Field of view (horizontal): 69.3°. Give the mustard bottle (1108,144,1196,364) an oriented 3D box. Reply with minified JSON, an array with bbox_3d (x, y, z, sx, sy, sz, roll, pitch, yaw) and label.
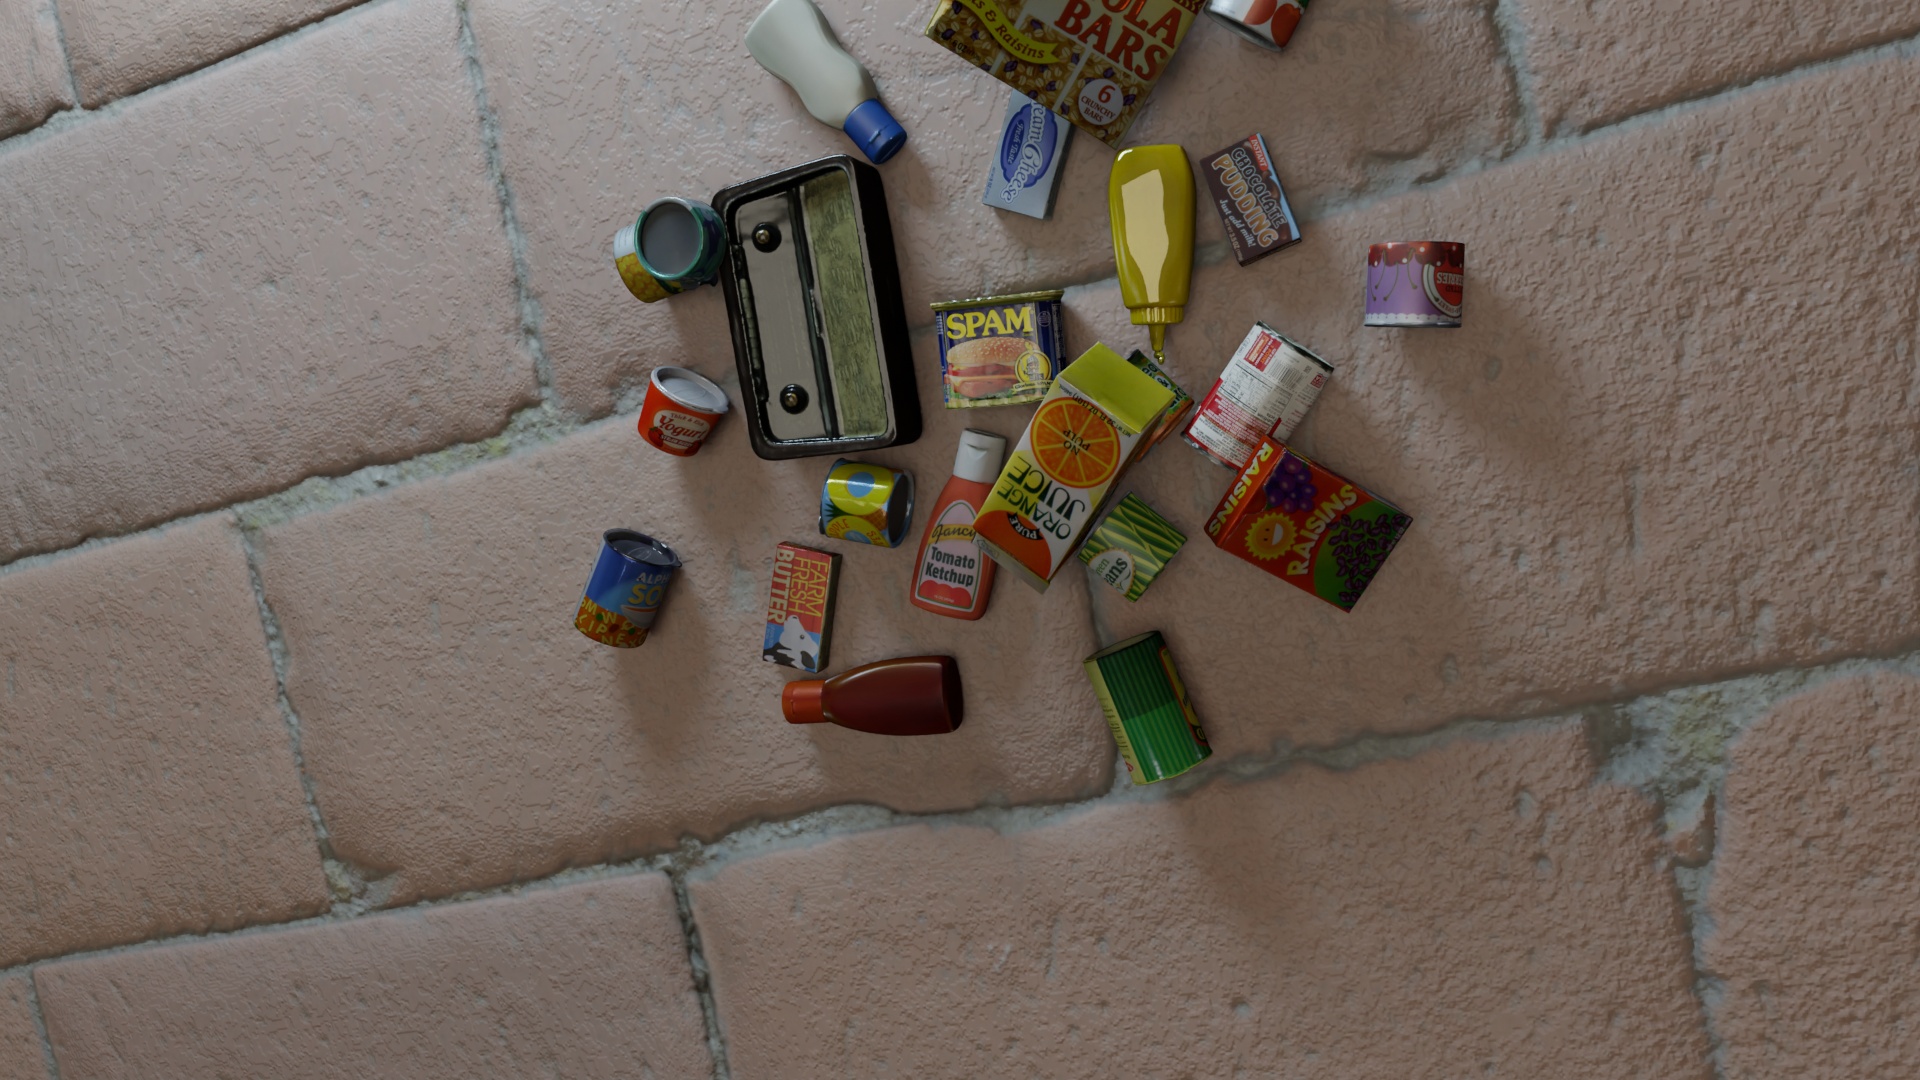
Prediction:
[{"bbox_3d":[0.144,-0.212,1.040,0.065,0.049,0.160,-1,97,12],"label":"mustard bottle"}]

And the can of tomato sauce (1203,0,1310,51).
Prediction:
[{"bbox_3d":[0.222,-0.399,0.985,0.071,0.071,0.083,31,105,11],"label":"can of tomato sauce"}]

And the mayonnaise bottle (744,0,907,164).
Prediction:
[{"bbox_3d":[-0.103,-0.364,1.103,0.064,0.041,0.148,-43,85,19],"label":"mayonnaise bottle"}]

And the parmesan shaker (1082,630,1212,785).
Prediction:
[{"bbox_3d":[0.144,0.128,1.069,0.071,0.071,0.103,-23,89,19],"label":"parmesan shaker"}]

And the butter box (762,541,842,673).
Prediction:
[{"bbox_3d":[-0.134,0.056,1.172,0.053,0.024,0.103,11,100,15],"label":"butter box"}]

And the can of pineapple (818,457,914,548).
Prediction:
[{"bbox_3d":[-0.075,-0.028,1.120,0.058,0.071,0.071,10,100,16],"label":"can of pineapple"}]

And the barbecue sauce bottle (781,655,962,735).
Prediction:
[{"bbox_3d":[-0.074,0.131,1.153,0.148,0.044,0.064,-5,95,18],"label":"barbecue sauce bottle"}]

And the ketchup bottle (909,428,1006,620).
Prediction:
[{"bbox_3d":[0.004,-0.014,1.111,0.065,0.043,0.148,15,100,13],"label":"ketchup bottle"}]

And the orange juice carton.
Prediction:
[{"bbox_3d":[0.074,-0.043,1.023,0.072,0.073,0.191,36,128,9],"label":"orange juice carton"}]

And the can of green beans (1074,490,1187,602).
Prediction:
[{"bbox_3d":[0.131,0.005,1.061,0.058,0.071,0.071,41,107,8],"label":"can of green beans"}]

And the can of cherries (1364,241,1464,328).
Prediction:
[{"bbox_3d":[0.322,-0.180,0.978,0.071,0.071,0.058,3,97,17],"label":"can of cherries"}]

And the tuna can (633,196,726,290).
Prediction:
[{"bbox_3d":[-0.219,-0.232,1.085,0.071,0.033,0.071,3,97,22],"label":"tuna can"}]

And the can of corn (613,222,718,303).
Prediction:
[{"bbox_3d":[-0.243,-0.234,1.150,0.058,0.071,0.071,-15,92,19],"label":"can of corn"}]

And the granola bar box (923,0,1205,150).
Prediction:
[{"bbox_3d":[0.075,-0.379,1.000,0.165,0.039,0.123,28,111,-9],"label":"granola bar box"}]

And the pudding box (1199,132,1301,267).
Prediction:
[{"bbox_3d":[0.214,-0.250,1.023,0.049,0.030,0.083,-21,91,18],"label":"pudding box"}]

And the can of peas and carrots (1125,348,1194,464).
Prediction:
[{"bbox_3d":[0.135,-0.101,1.046,0.059,0.071,0.070,44,107,7],"label":"can of peas and carrots"}]

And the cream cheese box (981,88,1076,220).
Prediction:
[{"bbox_3d":[0.057,-0.303,1.069,0.053,0.024,0.103,18,102,13],"label":"cream cheese box"}]

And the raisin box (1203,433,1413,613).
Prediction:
[{"bbox_3d":[0.251,-0.011,1.006,0.123,0.040,0.086,26,106,-19],"label":"raisin box"}]

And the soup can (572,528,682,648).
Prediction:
[{"bbox_3d":[-0.287,0.043,1.196,0.071,0.071,0.083,27,105,12],"label":"soup can"}]

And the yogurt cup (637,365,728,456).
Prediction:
[{"bbox_3d":[-0.236,-0.107,1.164,0.072,0.072,0.053,34,114,11],"label":"yogurt cup"}]
